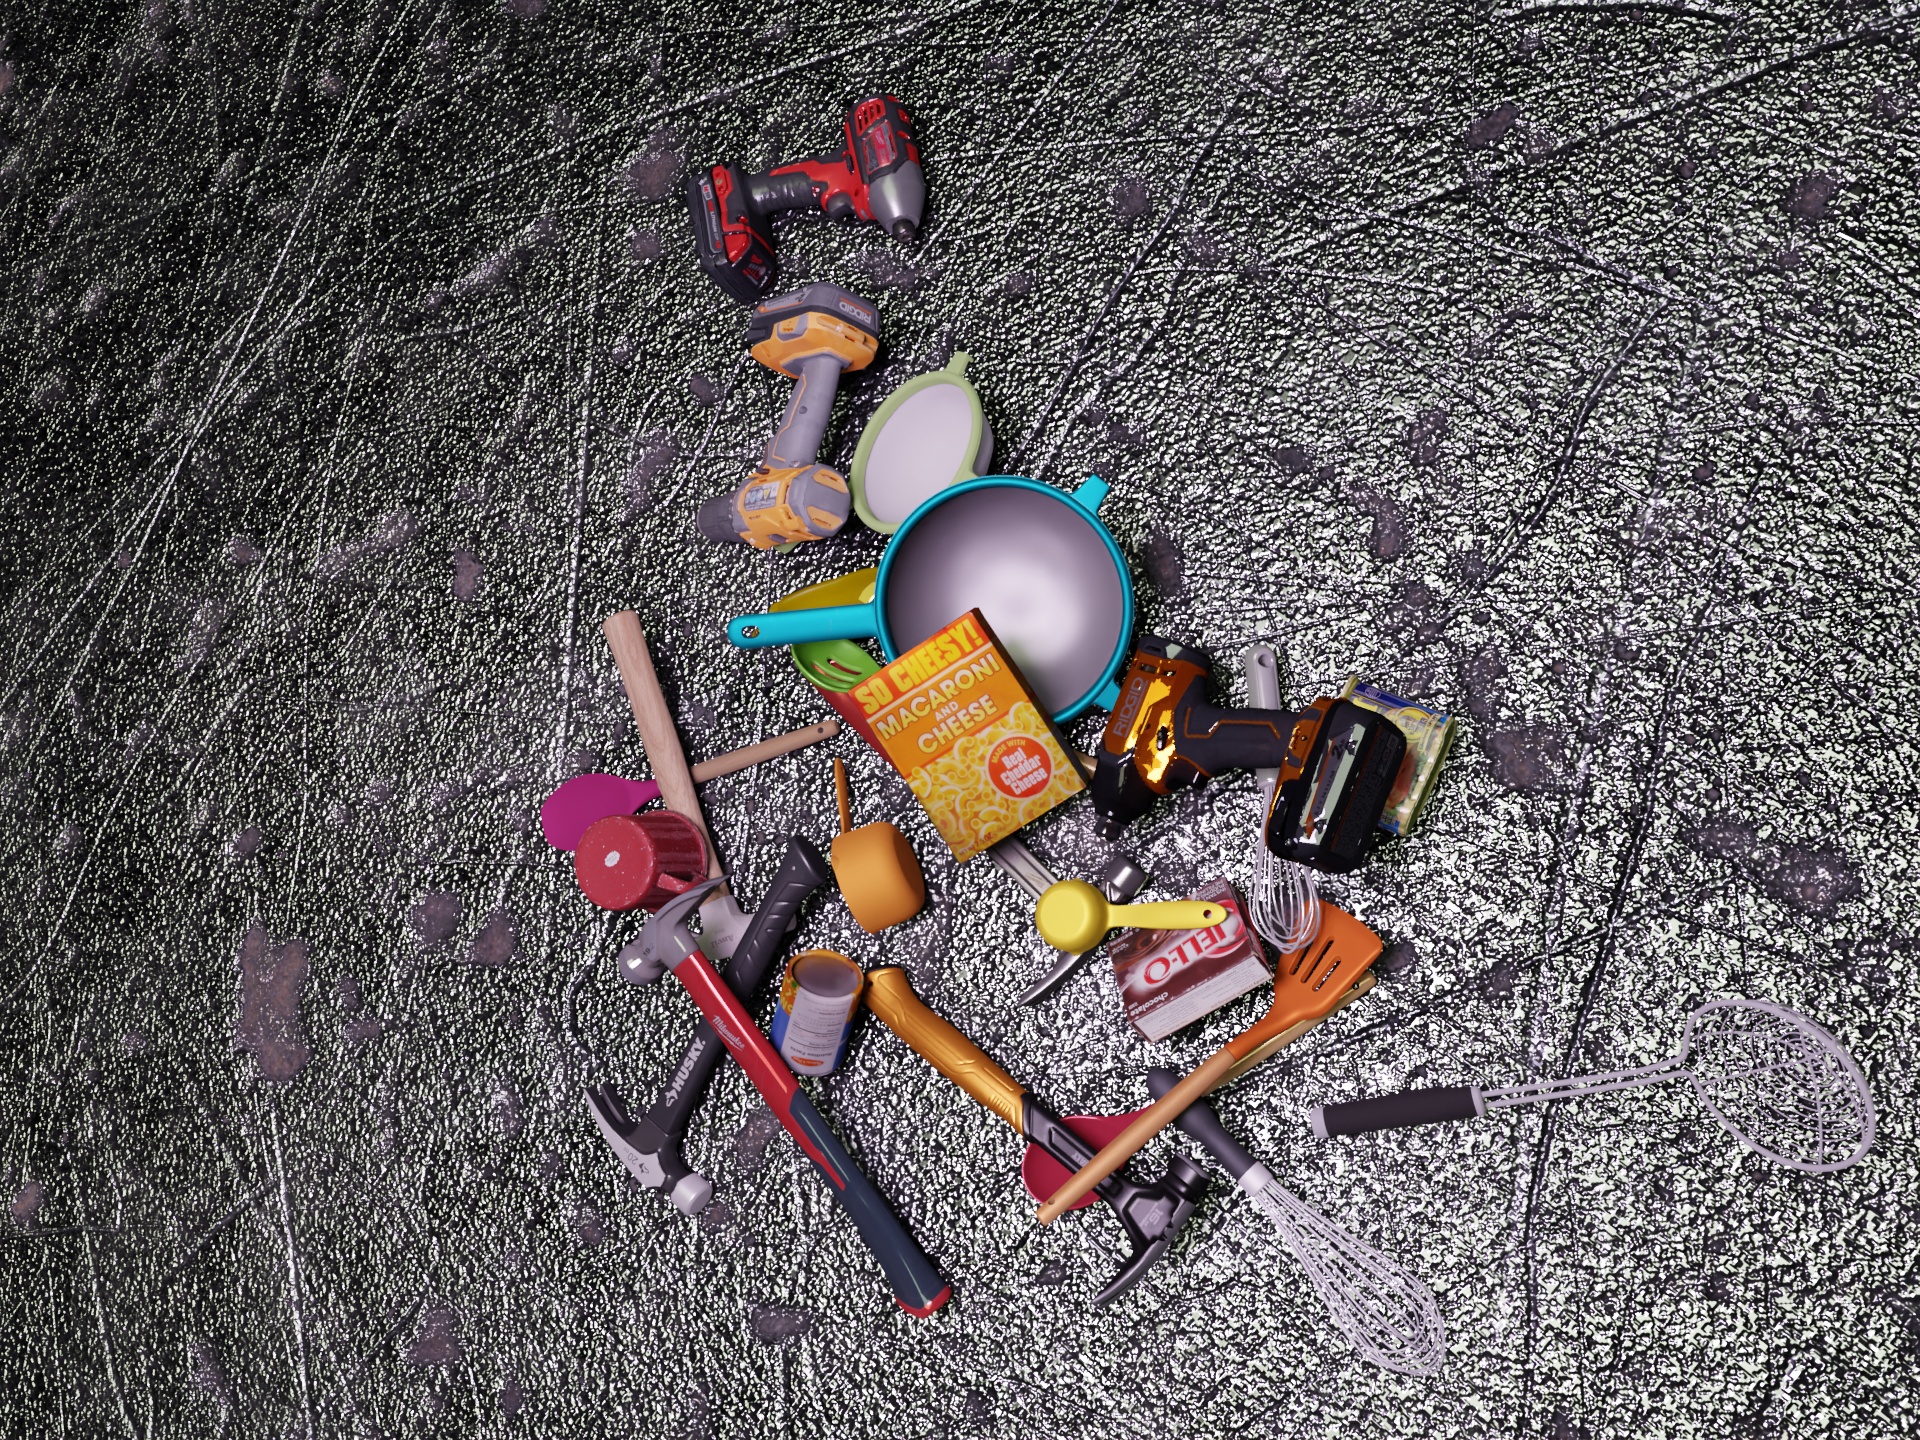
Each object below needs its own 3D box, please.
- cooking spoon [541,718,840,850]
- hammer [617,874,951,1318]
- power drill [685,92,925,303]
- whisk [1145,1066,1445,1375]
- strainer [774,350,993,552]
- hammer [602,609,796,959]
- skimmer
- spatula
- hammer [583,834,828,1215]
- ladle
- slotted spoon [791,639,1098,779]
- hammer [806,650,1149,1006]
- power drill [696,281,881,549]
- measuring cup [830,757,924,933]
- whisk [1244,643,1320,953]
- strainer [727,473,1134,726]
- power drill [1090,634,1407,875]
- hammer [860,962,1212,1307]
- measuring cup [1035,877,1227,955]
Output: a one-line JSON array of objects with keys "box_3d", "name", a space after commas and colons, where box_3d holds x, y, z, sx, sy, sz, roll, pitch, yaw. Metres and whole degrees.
[{"box_3d": [-0.252, 0.053, 1.459, 0.319, 0.017, 0.069, -19, 79, 19], "name": "cooking spoon"}, {"box_3d": [-0.126, 0.306, 1.281, 0.386, 0.038, 0.143, 52, 126, 7], "name": "hammer"}, {"box_3d": [-0.138, -0.484, 1.493, 0.219, 0.078, 0.143, -18, 73, 15], "name": "power drill"}, {"box_3d": [0.238, 0.360, 1.160, 0.285, 0.070, 0.070, 44, 97, 21], "name": "whisk"}, {"box_3d": [-0.060, -0.203, 1.414, 0.256, 0.069, 0.152, -27, 55, 35], "name": "strainer"}, {"box_3d": [-0.259, 0.057, 1.434, 0.130, 0.031, 0.331, -25, 78, 17], "name": "hammer"}, {"box_3d": [0.419, 0.269, 1.095, 0.363, 0.090, 0.127, -14, 105, 22], "name": "skimmer"}, {"box_3d": [0.178, 0.257, 1.175, 0.322, 0.041, 0.081, -38, 37, -13], "name": "spatula"}, {"box_3d": [-0.208, 0.247, 1.369, 0.146, 0.035, 0.334, 33, 101, 25], "name": "hammer"}, {"box_3d": [0.184, 0.281, 1.226, 0.315, 0.031, 0.069, -35, 69, 11], "name": "ladle"}, {"box_3d": [-0.002, -0.004, 1.336, 0.314, 0.070, 0.031, 22, 128, 14], "name": "slotted spoon"}, {"box_3d": [-0.014, 0.071, 1.347, 0.359, 0.036, 0.149, 43, 97, 24], "name": "hammer"}, {"box_3d": [-0.162, -0.265, 1.441, 0.185, 0.084, 0.226, -2, 75, 48], "name": "power drill"}, {"box_3d": [-0.073, 0.095, 1.352, 0.052, 0.095, 0.174, -21, 54, 12], "name": "measuring cup"}, {"box_3d": [0.242, 0.057, 1.225, 0.057, 0.059, 0.246, 2, 71, -14], "name": "whisk"}, {"box_3d": [-0.021, -0.094, 1.328, 0.340, 0.095, 0.211, -5, 101, 13], "name": "strainer"}, {"box_3d": [0.199, 0.038, 1.188, 0.227, 0.084, 0.164, 21, 87, 42], "name": "power drill"}, {"box_3d": [0.032, 0.305, 1.254, 0.337, 0.034, 0.127, 35, 85, 33], "name": "hammer"}, {"box_3d": [0.128, 0.149, 1.226, 0.156, 0.029, 0.062, -6, 76, 31], "name": "measuring cup"}]
